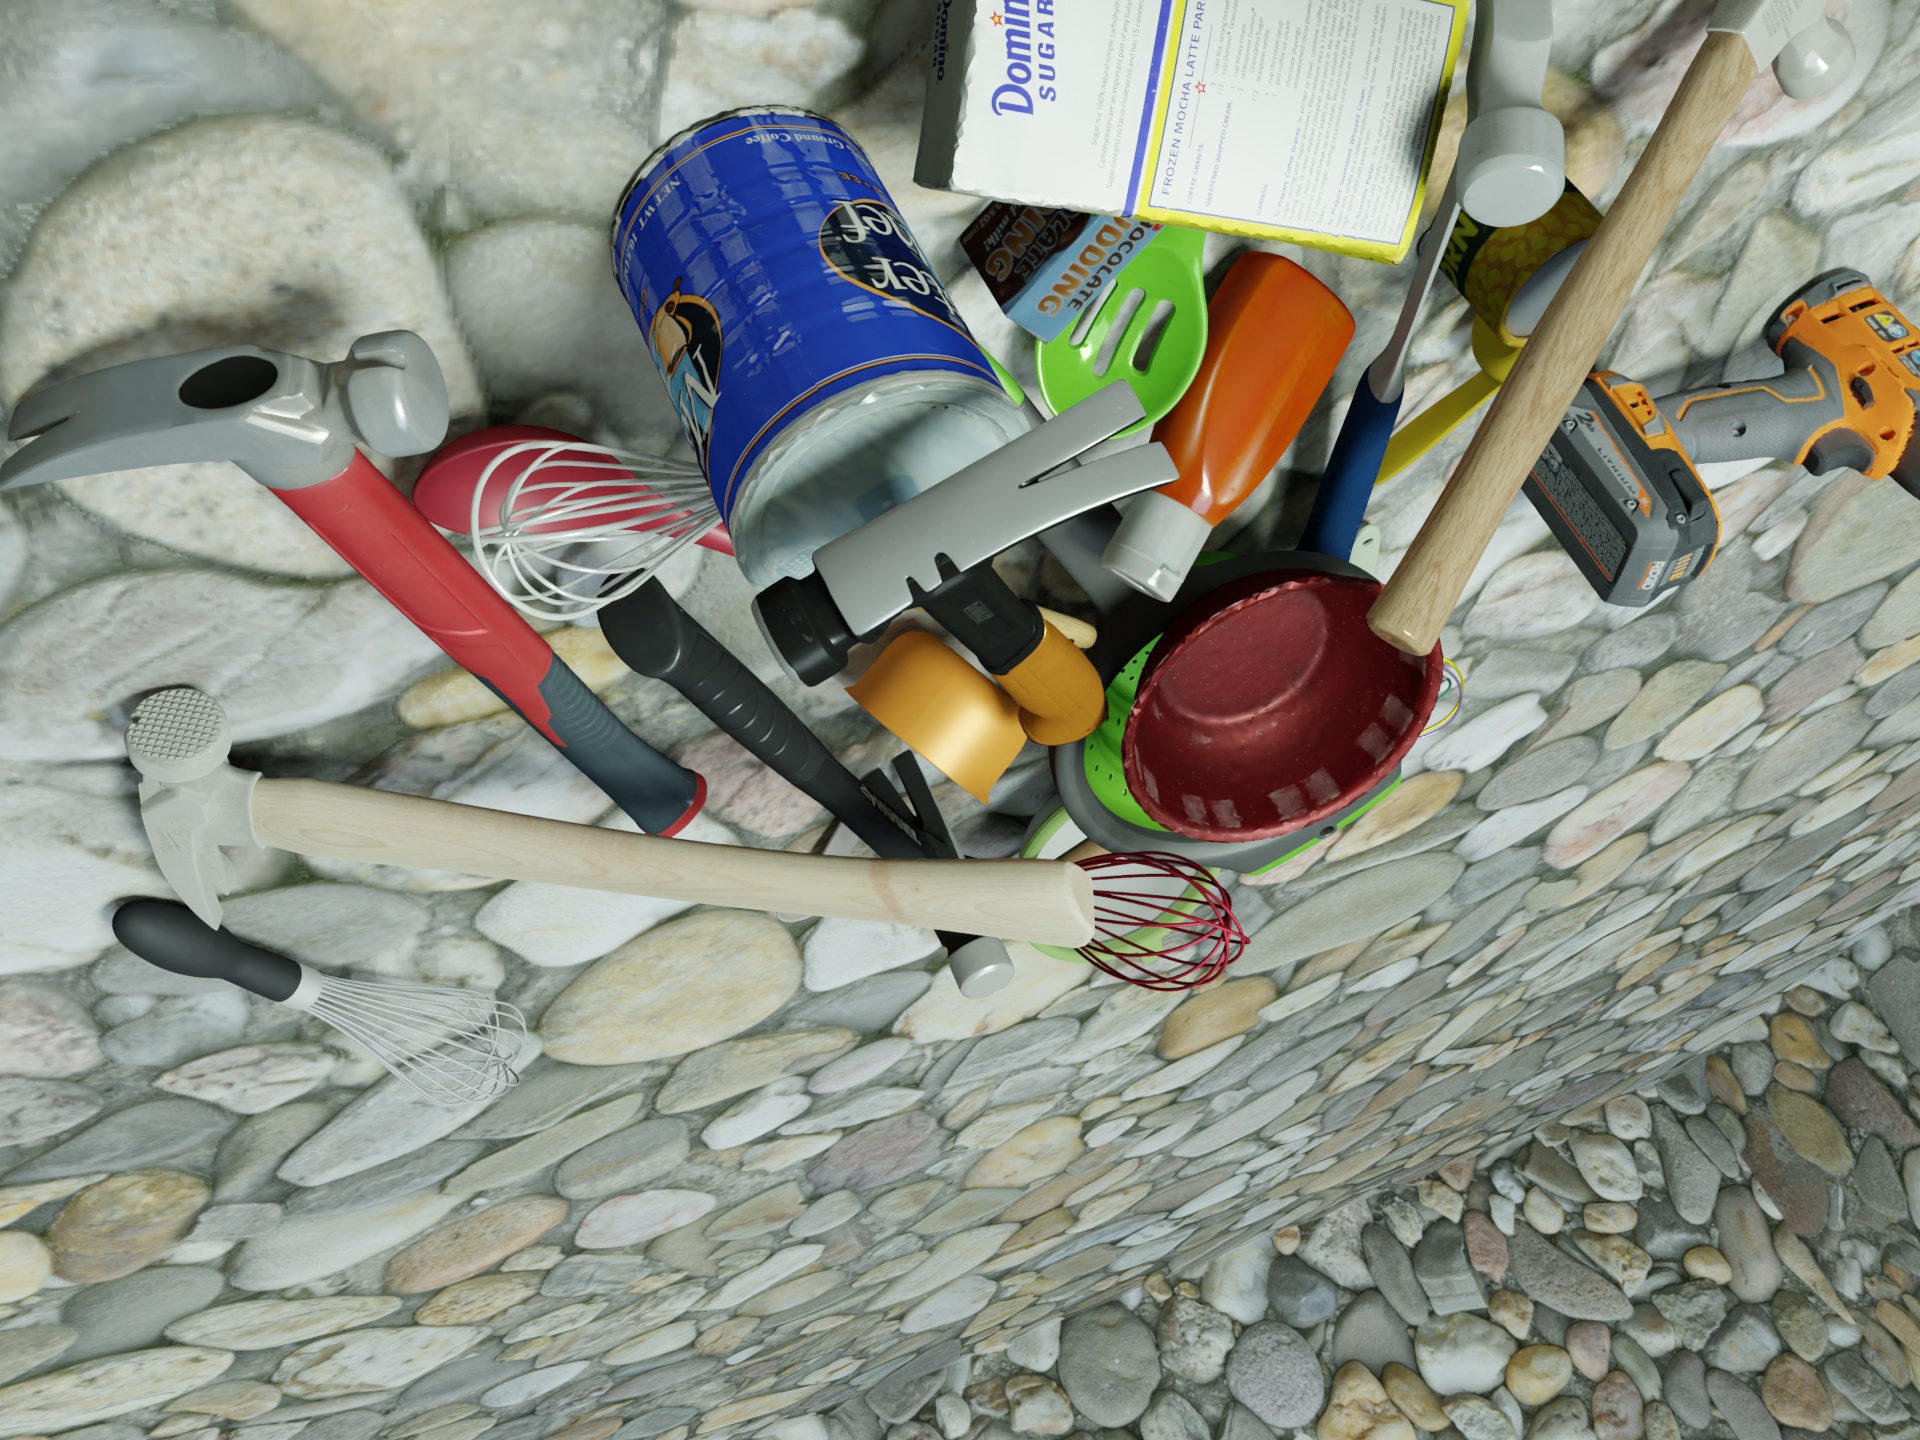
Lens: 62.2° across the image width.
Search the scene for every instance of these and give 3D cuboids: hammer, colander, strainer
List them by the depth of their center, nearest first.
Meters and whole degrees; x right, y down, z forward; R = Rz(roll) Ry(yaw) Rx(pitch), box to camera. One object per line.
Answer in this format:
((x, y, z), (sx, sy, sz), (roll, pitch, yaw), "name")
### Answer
((0.030, -0.032, 0.607), (0.127, 0.034, 0.336), (-29, 168, 6), "hammer")
((-0.204, -0.026, 0.657), (0.143, 0.038, 0.386), (-7, 156, 8), "hammer")
((0.263, -0.178, 0.662), (0.130, 0.031, 0.331), (27, 93, -44), "hammer")
((-0.143, 0.069, 0.714), (0.410, 0.038, 0.146), (8, 143, -9), "hammer")
((0.195, -0.165, 0.715), (0.035, 0.144, 0.405), (6, 158, 5), "hammer")
((-0.070, 0.021, 0.767), (0.035, 0.146, 0.334), (-31, 145, 8), "hammer")
((0.092, -0.067, 0.810), (0.204, 0.095, 0.396), (-35, 131, 13), "colander")
((0.116, 0.037, 1.014), (0.151, 0.069, 0.256), (16, 114, -32), "strainer")

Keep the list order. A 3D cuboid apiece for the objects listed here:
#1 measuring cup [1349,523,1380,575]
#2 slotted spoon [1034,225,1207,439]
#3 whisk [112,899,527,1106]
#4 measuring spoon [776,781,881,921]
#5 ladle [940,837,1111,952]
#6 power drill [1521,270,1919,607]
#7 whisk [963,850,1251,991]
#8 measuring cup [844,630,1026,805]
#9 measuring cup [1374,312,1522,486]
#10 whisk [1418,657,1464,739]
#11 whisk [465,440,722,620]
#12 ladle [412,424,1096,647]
((0.250, -0.062, 0.969), (0.083, 0.038, 0.167), (-25, 153, -2), "measuring cup")
((0.113, -0.237, 0.589), (0.070, 0.031, 0.313), (20, 129, -14), "slotted spoon")
((-0.328, 0.150, 0.840), (0.070, 0.070, 0.284), (-32, 145, 9), "whisk")
((-0.079, 0.077, 0.963), (0.034, 0.018, 0.124), (3, 133, -40), "measuring spoon")
((0.124, 0.051, 0.947), (0.320, 0.078, 0.062), (-33, -175, 1), "ladle")
((0.443, -0.145, 0.868), (0.226, 0.164, 0.084), (-21, 150, -6), "power drill")
((0.046, 0.097, 0.890), (0.073, 0.073, 0.296), (-1, -176, -37), "whisk")
((-0.001, -0.003, 0.848), (0.052, 0.095, 0.173), (-52, 171, 2), "measuring cup")
((0.247, -0.167, 0.803), (0.029, 0.062, 0.156), (12, 145, -31), "measuring cup")
((0.226, 0.016, 1.082), (0.245, 0.051, 0.047), (-23, 123, 3), "whisk")
((-0.084, -0.087, 0.593), (0.058, 0.059, 0.246), (-7, -168, 35), "whisk")
((-0.068, -0.069, 0.666), (0.315, 0.031, 0.069), (13, 148, -32), "ladle")
